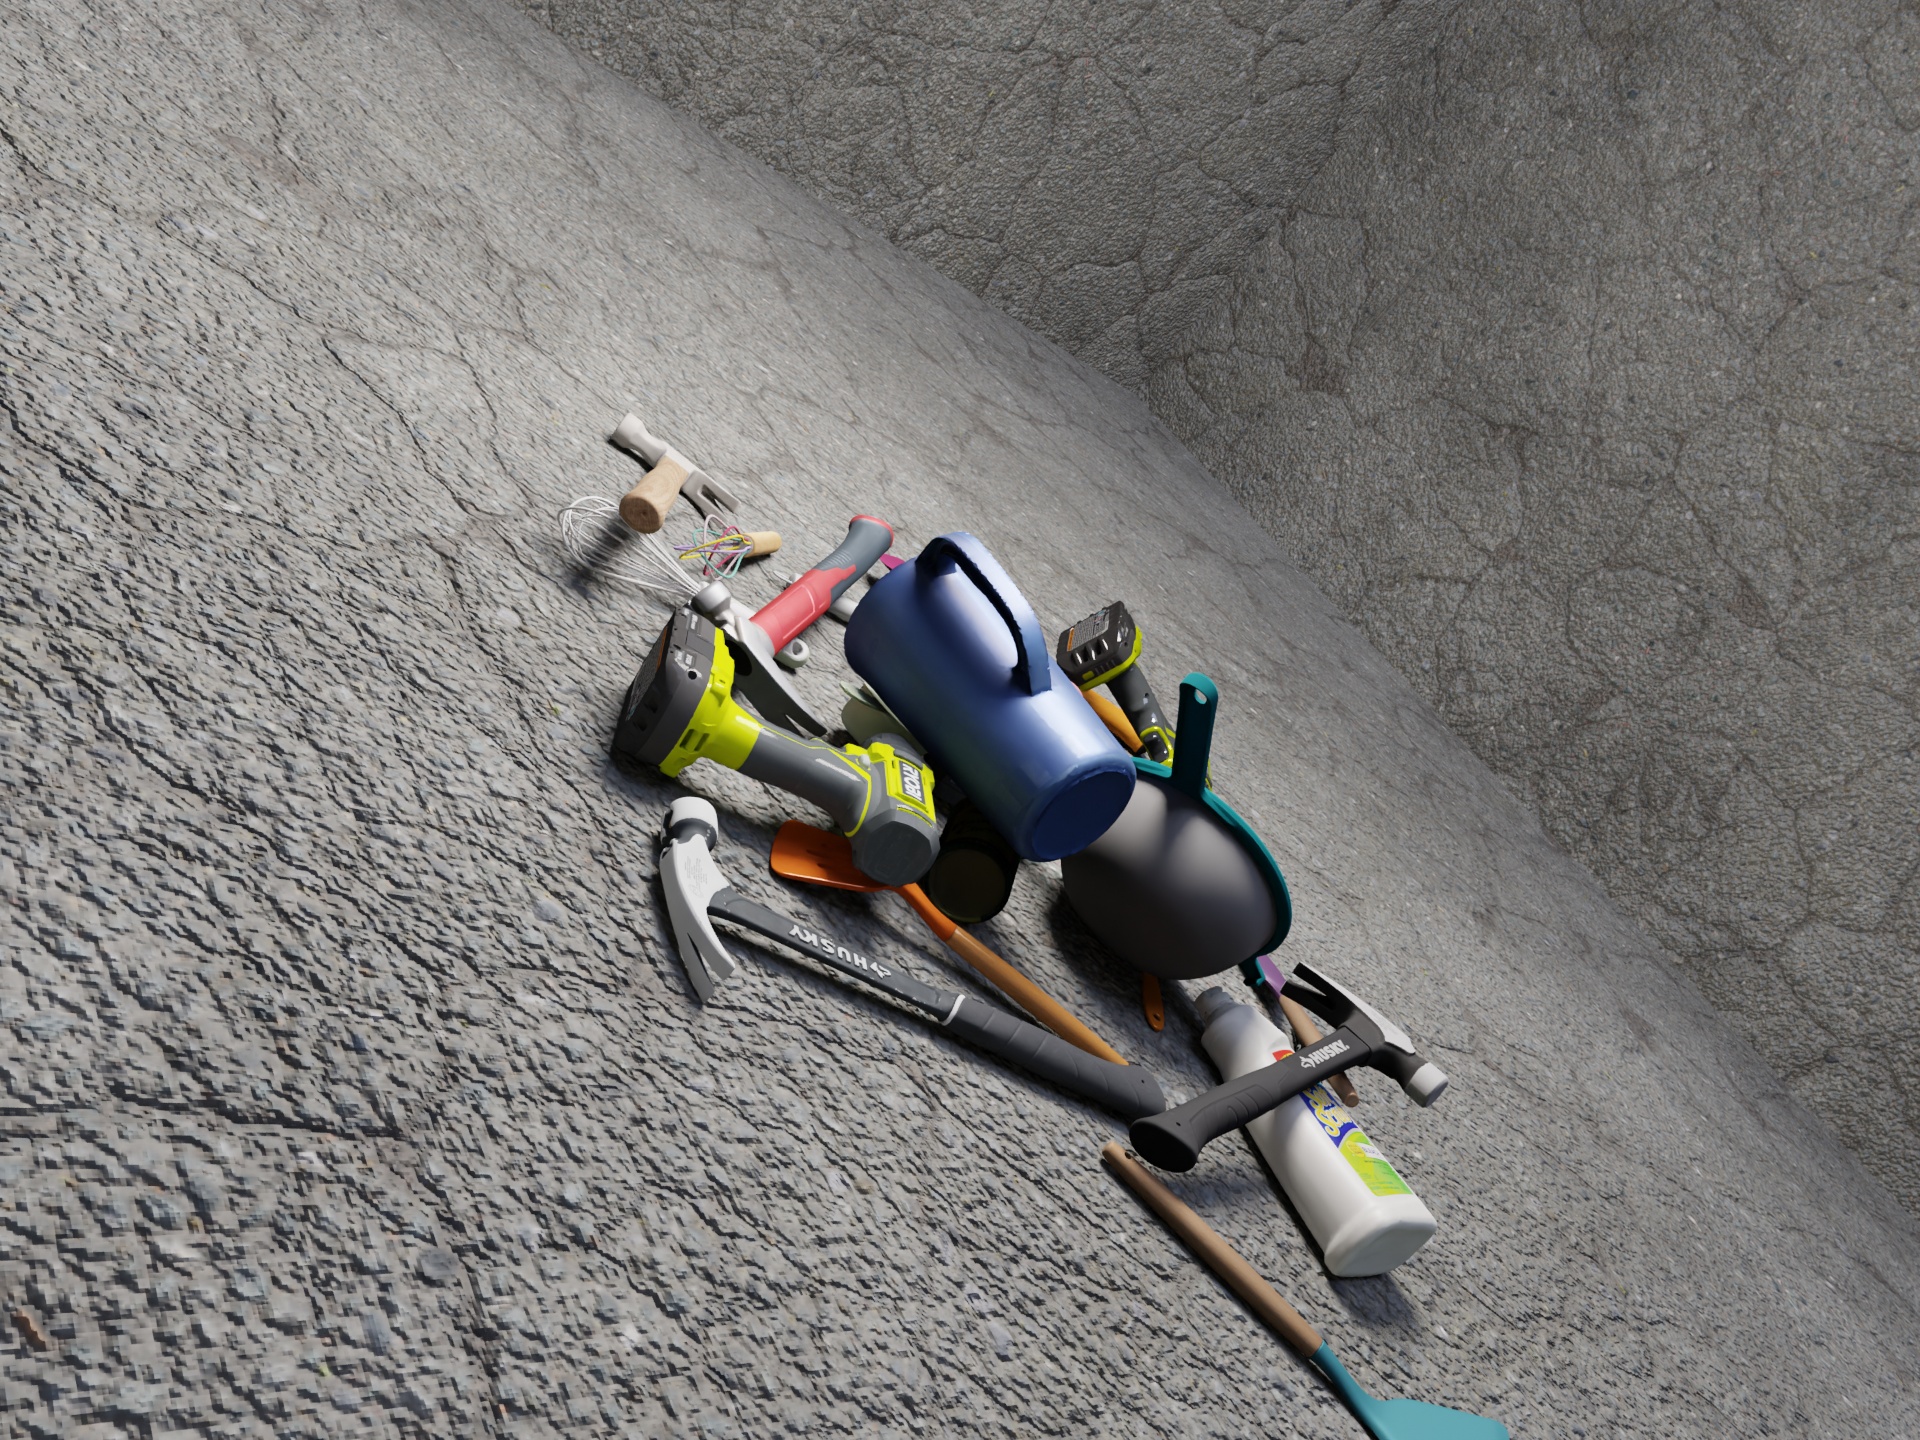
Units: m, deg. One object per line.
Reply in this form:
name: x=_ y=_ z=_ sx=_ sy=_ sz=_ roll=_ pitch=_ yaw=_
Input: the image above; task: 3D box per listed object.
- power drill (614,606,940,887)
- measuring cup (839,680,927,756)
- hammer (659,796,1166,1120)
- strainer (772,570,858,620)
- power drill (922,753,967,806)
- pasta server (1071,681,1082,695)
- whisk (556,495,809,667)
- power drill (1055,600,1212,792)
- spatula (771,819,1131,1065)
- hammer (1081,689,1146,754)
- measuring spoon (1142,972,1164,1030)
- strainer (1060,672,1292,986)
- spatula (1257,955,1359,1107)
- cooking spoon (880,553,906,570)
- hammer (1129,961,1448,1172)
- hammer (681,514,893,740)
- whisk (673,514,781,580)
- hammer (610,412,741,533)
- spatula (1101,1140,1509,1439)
power drill: x=-0.121 y=0.016 z=1.117 sx=0.223 sy=0.080 sz=0.171 roll=29 pitch=19 yaw=-17
measuring cup: x=-0.076 y=0.001 z=1.254 sx=0.083 sy=0.038 sz=0.167 roll=47 pitch=3 yaw=18
hammer: x=-0.018 y=0.185 z=1.040 sx=0.408 sy=0.036 sz=0.149 roll=30 pitch=24 yaw=-27
strainer: x=-0.068 y=-0.088 z=1.516 sx=0.258 sy=0.050 sz=0.087 roll=25 pitch=19 yaw=-28
power drill: x=-0.002 y=-0.004 z=1.402 sx=0.185 sy=0.084 sz=0.226 roll=32 pitch=17 yaw=-23
pasta server: x=0.131 y=0.083 z=1.459 sx=0.060 sy=0.040 sz=0.317 roll=-13 pitch=59 yaw=-14
whisk: x=-0.217 y=-0.105 z=1.277 sx=0.246 sy=0.059 sz=0.058 roll=32 pitch=60 yaw=-34
power drill: x=0.189 y=0.005 z=1.647 sx=0.228 sy=0.080 sz=0.191 roll=57 pitch=17 yaw=-14
spatula: x=0.004 y=0.171 z=1.130 sx=0.322 sy=0.041 sz=0.081 roll=40 pitch=18 yaw=-13
hammer: x=0.081 y=-0.055 z=1.717 sx=0.336 sy=0.034 sz=0.127 roll=30 pitch=24 yaw=-27
measuring spoon: x=0.161 y=0.220 z=1.316 sx=0.021 sy=0.011 sz=0.117 roll=36 pitch=20 yaw=-11
strainer: x=0.151 y=0.098 z=1.228 sx=0.211 sy=0.340 sz=0.095 roll=32 pitch=60 yaw=24
spatula: x=0.293 y=0.257 z=1.402 sx=0.059 sy=0.018 sz=0.316 roll=36 pitch=10 yaw=-14
cooking spoon: x=0.017 y=-0.084 z=1.553 sx=0.068 sy=0.017 sz=0.319 roll=10 pitch=25 yaw=-48
hammer: x=0.231 y=0.265 z=1.180 sx=0.334 sy=0.035 sz=0.146 roll=-7 pitch=41 yaw=-49
hammer: x=-0.114 y=-0.099 z=1.365 sx=0.143 sy=0.038 sz=0.386 roll=52 pitch=23 yaw=-8
whisk: x=-0.191 y=-0.153 z=1.392 sx=0.051 sy=0.047 sz=0.245 roll=41 pitch=11 yaw=1
hammer: x=-0.250 y=-0.196 z=1.340 sx=0.130 sy=0.031 sz=0.331 roll=36 pitch=9 yaw=-14
spatula: x=0.219 y=0.383 z=1.036 sx=0.317 sy=0.044 sz=0.082 roll=42 pitch=24 yaw=8
